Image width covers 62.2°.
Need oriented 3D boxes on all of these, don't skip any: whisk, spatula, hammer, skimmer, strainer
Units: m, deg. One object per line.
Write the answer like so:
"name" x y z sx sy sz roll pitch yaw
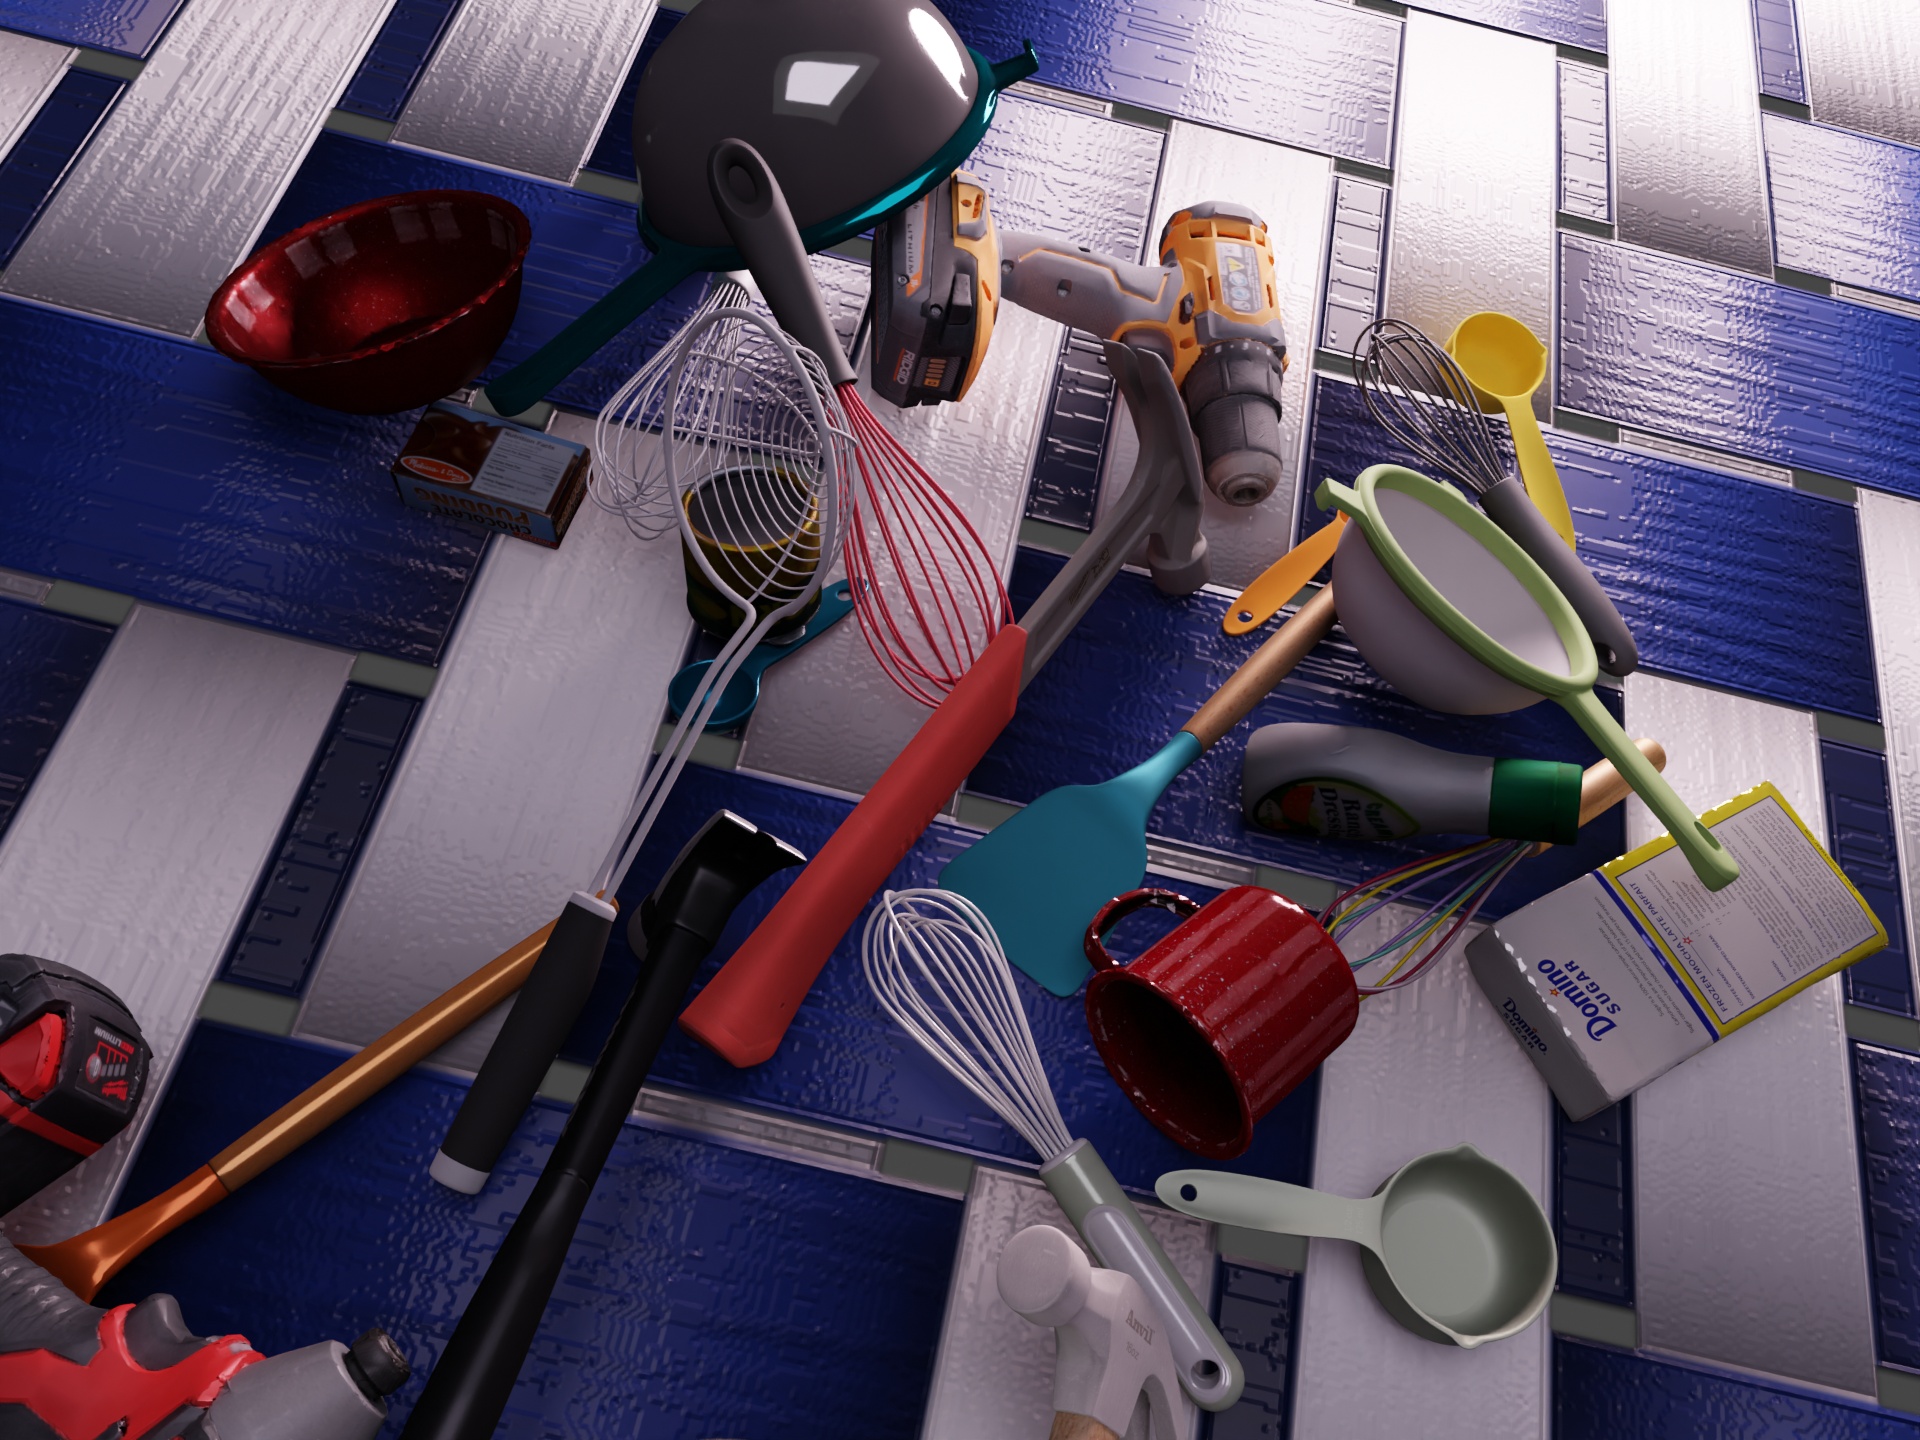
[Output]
"whisk" 0.288 -0.122 0.861 0.055 0.055 0.239 -25 73 -20
"spatula" 0.123 0.001 0.780 0.082 0.044 0.317 40 59 15
"whisk" 0.038 0.172 0.651 0.058 0.059 0.246 -36 79 5
"hammer" -0.001 -0.002 0.709 0.037 0.149 0.359 24 64 35
"skimmer" -0.143 0.010 0.645 0.127 0.090 0.363 14 74 48
"whisk" -0.052 -0.140 0.757 0.073 0.073 0.296 -25 92 -20
"spatula" -0.269 0.167 0.629 0.322 0.041 0.081 -36 71 -28
"strainer" 0.264 -0.011 0.771 0.151 0.069 0.256 -10 59 -50
"whisk" -0.129 -0.208 0.839 0.070 0.070 0.285 15 55 0
"strainer" -0.132 -0.292 0.812 0.211 0.095 0.340 22 60 38
"hammer" -0.142 0.175 0.549 0.035 0.146 0.335 30 53 -12
"hammer" 0.015 0.347 0.514 0.031 0.129 0.331 -4 52 34
"whisk" 0.252 0.068 0.757 0.245 0.051 0.047 -26 91 -25

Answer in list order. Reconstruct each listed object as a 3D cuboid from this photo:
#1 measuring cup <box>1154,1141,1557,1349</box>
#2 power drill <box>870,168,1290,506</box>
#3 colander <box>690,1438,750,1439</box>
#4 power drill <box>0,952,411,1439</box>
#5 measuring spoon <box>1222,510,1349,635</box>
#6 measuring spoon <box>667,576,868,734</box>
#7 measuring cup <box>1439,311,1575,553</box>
"measuring cup" 0.160 0.212 0.662 0.167 0.038 0.083 11 61 -1
"power drill" 0.069 -0.204 0.853 0.226 0.084 0.185 4 62 -12
"colander" -0.163 0.323 0.516 0.397 0.094 0.205 14 60 -1
"power drill" -0.292 0.194 0.533 0.143 0.078 0.220 -37 68 -16
"measuring spoon" 0.178 -0.078 0.839 0.021 0.011 0.117 39 66 24
"measuring spoon" -0.088 -0.031 0.770 0.042 0.021 0.128 32 52 23
"measuring cup" 0.312 -0.156 0.898 0.062 0.029 0.157 -9 75 -14
